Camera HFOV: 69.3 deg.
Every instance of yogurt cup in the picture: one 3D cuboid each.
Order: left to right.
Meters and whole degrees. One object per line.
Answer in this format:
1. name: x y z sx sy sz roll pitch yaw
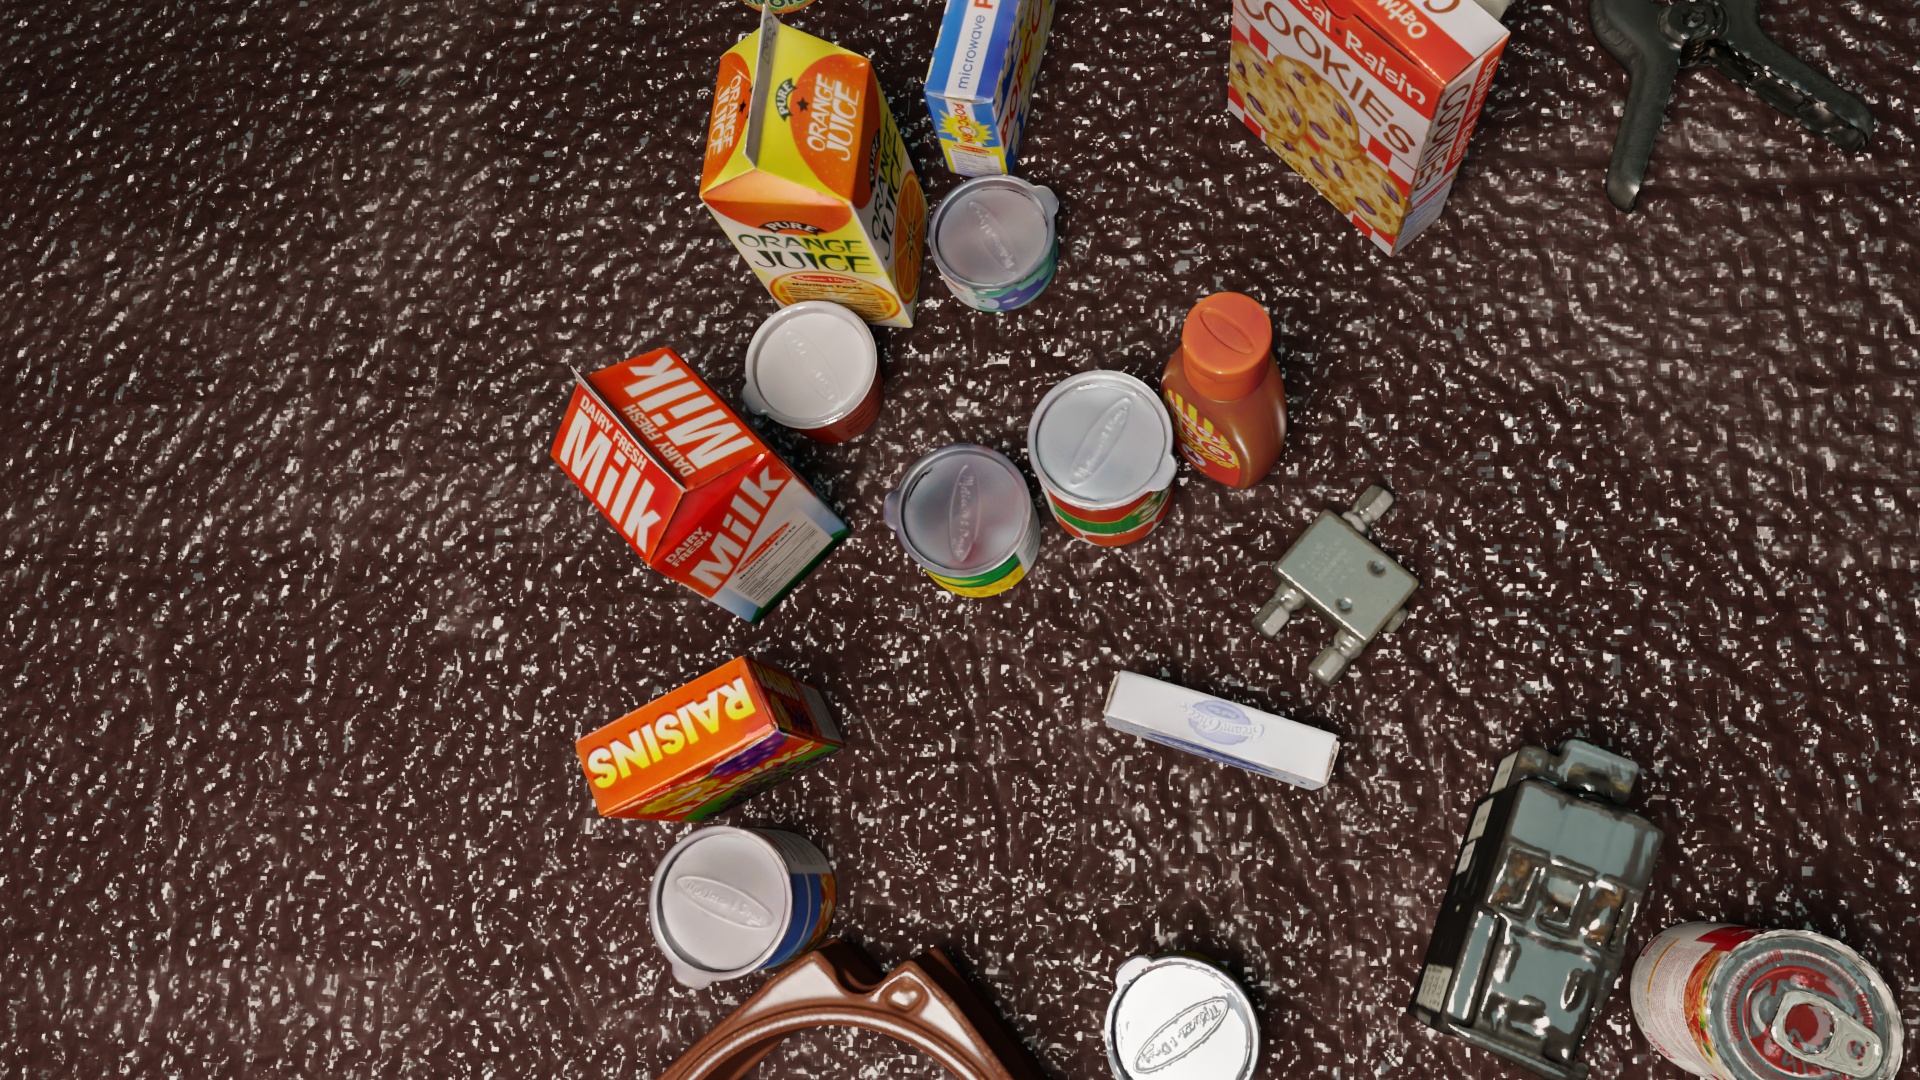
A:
1. yogurt cup: -0.072 -0.083 0.720 0.072 0.054 0.072 -2 76 9

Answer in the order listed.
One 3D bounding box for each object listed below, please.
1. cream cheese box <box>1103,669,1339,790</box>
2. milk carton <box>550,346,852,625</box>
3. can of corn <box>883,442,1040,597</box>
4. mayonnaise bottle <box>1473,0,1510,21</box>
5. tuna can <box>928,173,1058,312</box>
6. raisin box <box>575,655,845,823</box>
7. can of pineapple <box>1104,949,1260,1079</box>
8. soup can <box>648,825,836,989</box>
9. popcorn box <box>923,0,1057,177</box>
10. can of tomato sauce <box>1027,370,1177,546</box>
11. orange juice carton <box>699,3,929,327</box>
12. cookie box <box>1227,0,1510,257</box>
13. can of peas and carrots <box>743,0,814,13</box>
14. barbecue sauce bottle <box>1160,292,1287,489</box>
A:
1. cream cheese box: 0.120 0.089 0.647 0.104 0.053 0.024 16 80 13
2. milk carton: -0.120 -0.025 0.642 0.073 0.190 0.072 -44 74 -3
3. can of corn: 0.002 -0.009 0.688 0.071 0.058 0.071 -2 76 9
4. mayonnaise bottle: 0.234 -0.262 0.665 0.065 0.148 0.041 15 80 12
5. tuna can: 0.021 -0.158 0.734 0.071 0.032 0.071 -2 76 9
6. raisin box: -0.112 0.096 0.647 0.086 0.123 0.040 -27 74 2
7. can of pineapple: 0.098 0.216 0.618 0.071 0.057 0.071 -2 76 9
8. soup can: -0.100 0.170 0.647 0.071 0.083 0.071 -2 77 9
9. popcorn box: 0.019 -0.267 0.734 0.038 0.085 0.127 11 79 12
10. can of tomato sauce: 0.072 -0.037 0.670 0.071 0.083 0.071 -2 77 9
11. orange juice carton: -0.070 -0.172 0.669 0.073 0.192 0.072 5 78 10
12. cookie box: 0.182 -0.218 0.653 0.040 0.167 0.123 -41 74 -2
13. can of peas and carrots: -0.108 -0.341 0.786 0.071 0.058 0.071 -2 76 9
14. barbecue sauce bottle: 0.121 -0.069 0.636 0.065 0.148 0.044 43 87 16
